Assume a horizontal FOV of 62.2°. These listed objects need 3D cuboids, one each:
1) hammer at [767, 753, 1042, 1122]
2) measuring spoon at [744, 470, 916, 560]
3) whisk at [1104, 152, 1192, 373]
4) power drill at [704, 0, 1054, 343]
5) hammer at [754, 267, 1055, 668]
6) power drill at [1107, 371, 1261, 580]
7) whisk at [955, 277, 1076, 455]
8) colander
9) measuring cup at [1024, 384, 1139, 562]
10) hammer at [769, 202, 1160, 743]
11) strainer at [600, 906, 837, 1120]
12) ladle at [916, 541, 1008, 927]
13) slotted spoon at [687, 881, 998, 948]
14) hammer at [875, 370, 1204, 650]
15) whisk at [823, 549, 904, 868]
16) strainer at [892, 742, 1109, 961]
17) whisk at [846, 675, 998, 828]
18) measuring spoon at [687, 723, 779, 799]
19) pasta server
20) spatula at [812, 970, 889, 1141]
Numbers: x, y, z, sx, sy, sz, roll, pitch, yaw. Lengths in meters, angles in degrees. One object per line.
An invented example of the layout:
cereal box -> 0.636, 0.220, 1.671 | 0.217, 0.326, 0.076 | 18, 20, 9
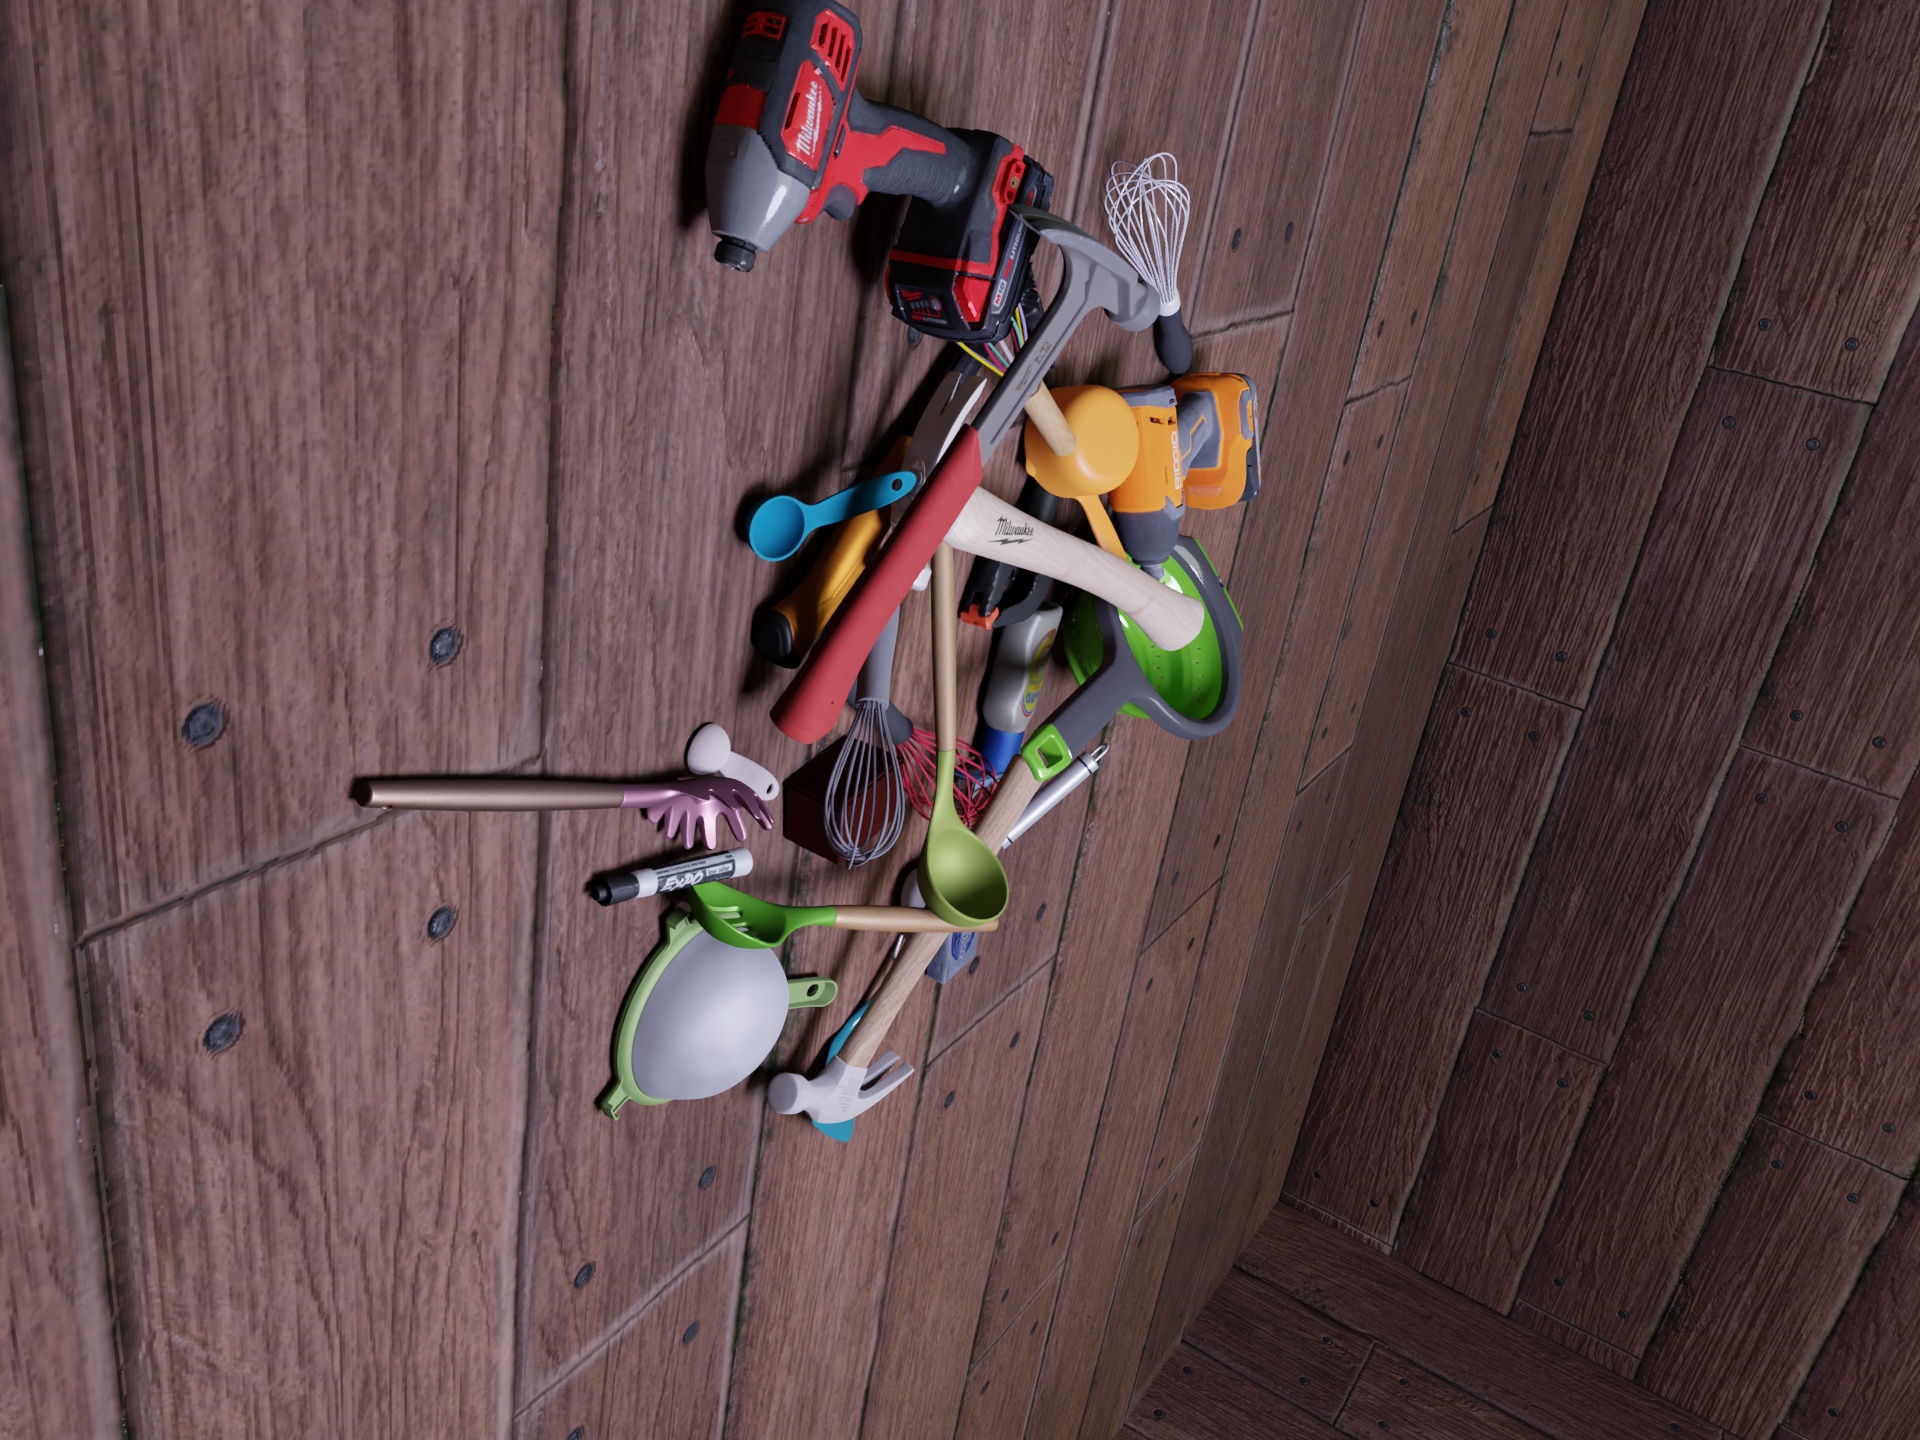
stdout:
hammer -> -0.027, 0.175, 1.264 | 0.331, 0.031, 0.130 | -59, 145, 2
measuring spoon -> -0.084, -0.137, 1.004 | 0.128, 0.021, 0.042 | -25, 128, -32
whisk -> 0.166, -0.365, 1.307 | 0.070, 0.070, 0.284 | -62, 159, -11
power drill -> -0.050, -0.293, 0.888 | 0.219, 0.079, 0.143 | 13, 96, -52
hammer -> -0.036, -0.173, 1.088 | 0.337, 0.034, 0.127 | -58, 152, -18
power drill -> 0.192, -0.219, 1.392 | 0.226, 0.084, 0.164 | -31, 119, -56
whisk -> 0.043, -0.243, 1.098 | 0.047, 0.051, 0.244 | -70, 156, -9
colander -> 0.121, -0.037, 1.370 | 0.204, 0.094, 0.397 | 60, 38, -9
measuring cup -> 0.116, -0.185, 1.267 | 0.095, 0.052, 0.173 | -39, 114, -30
hammer -> -0.017, -0.136, 0.973 | 0.359, 0.037, 0.149 | -55, 150, 17
strainer -> -0.142, 0.213, 1.149 | 0.256, 0.069, 0.151 | 11, 100, -63
ladle -> -0.002, -0.004, 1.162 | 0.078, 0.062, 0.320 | -16, 110, -49
slotted spoon -> -0.075, 0.143, 1.144 | 0.313, 0.070, 0.031 | 10, 116, -49
hammer -> 0.086, -0.130, 1.203 | 0.410, 0.038, 0.146 | 16, 95, -55
whisk -> -0.060, -0.013, 1.067 | 0.055, 0.055, 0.239 | 59, 30, -59
strainer -> 0.027, 0.103, 1.346 | 0.258, 0.087, 0.050 | -41, 108, -4
whisk -> -0.039, 0.016, 1.210 | 0.073, 0.073, 0.295 | -61, 149, -13
measuring spoon -> -0.144, 0.034, 1.060 | 0.034, 0.018, 0.124 | -64, 155, -8
pasta server -> -0.215, 0.050, 0.914 | 0.316, 0.060, 0.040 | 6, 64, -61
spatula -> -0.035, 0.210, 1.365 | 0.317, 0.044, 0.082 | -55, 149, -11
